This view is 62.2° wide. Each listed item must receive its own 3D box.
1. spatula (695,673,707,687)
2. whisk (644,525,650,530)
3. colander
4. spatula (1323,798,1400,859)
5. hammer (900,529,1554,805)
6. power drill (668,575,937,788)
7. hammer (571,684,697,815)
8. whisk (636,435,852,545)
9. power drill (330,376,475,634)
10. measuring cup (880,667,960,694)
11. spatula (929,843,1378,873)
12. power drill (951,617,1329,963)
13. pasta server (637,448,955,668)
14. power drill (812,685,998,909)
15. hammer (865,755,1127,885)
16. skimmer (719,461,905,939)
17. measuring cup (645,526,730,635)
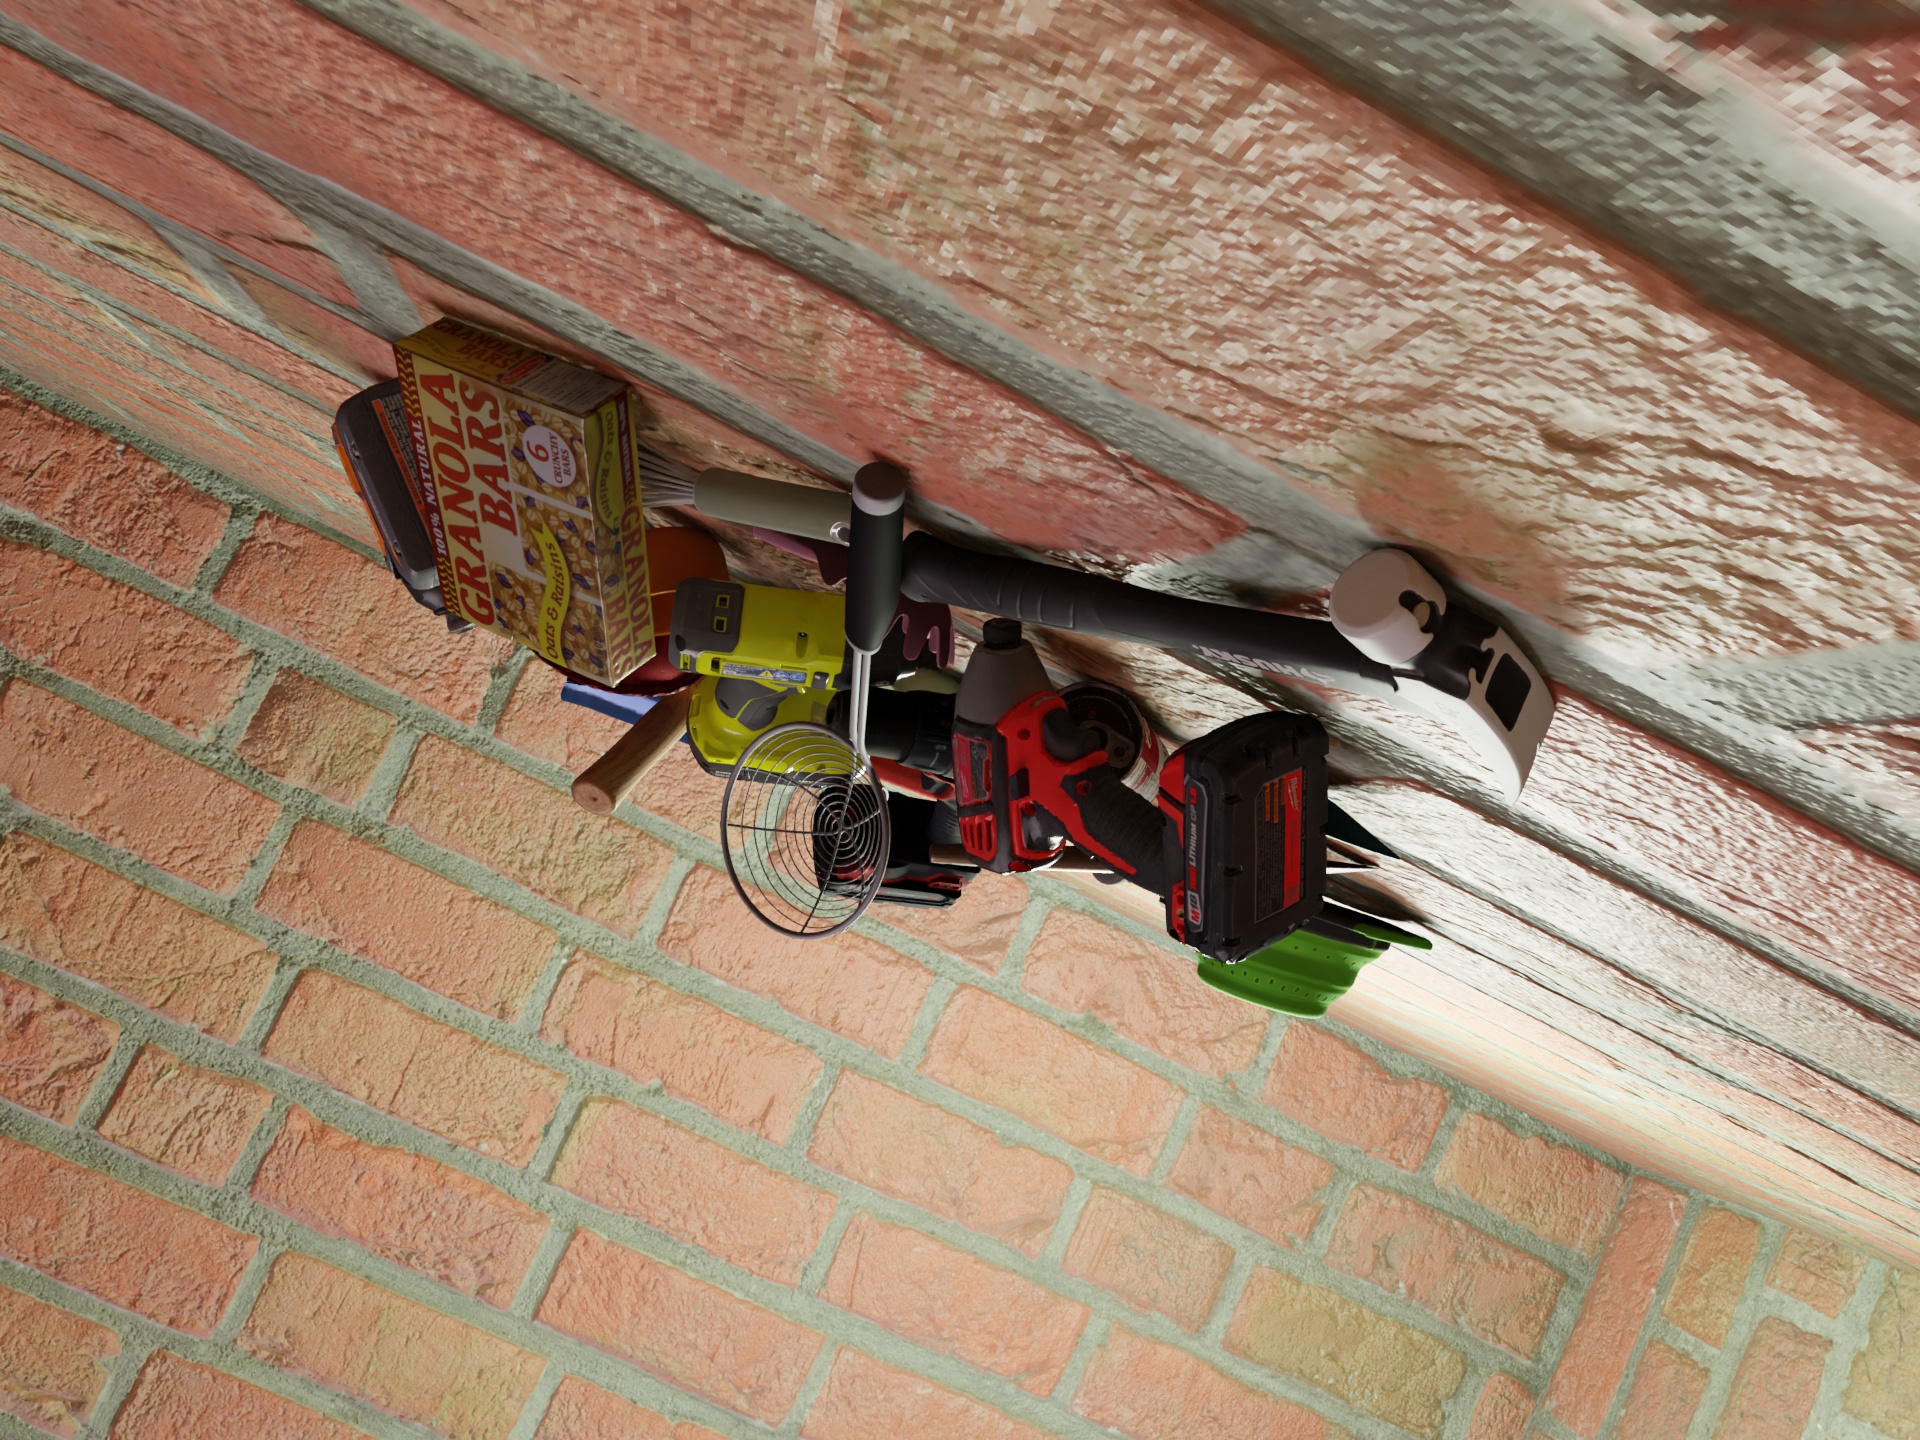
[{"bbox_3d":[-0.233,-0.062,1.267,0.323,0.041,0.081,52,-164,30],"label":"spatula"},{"bbox_3d":[-0.234,-0.136,1.070,0.051,0.047,0.245,36,180,12],"label":"whisk"},{"bbox_3d":[0.210,0.173,1.390,0.204,0.094,0.397,17,180,-42],"label":"colander"},{"bbox_3d":[0.152,0.056,1.003,0.082,0.044,0.317,19,169,-20],"label":"spatula"},{"bbox_3d":[0.083,-0.040,0.653,0.146,0.035,0.335,32,171,-39],"label":"hammer"},{"bbox_3d":[-0.110,-0.024,1.086,0.171,0.080,0.223,7,160,-8],"label":"power drill"},{"bbox_3d":[-0.218,-0.010,1.259,0.130,0.031,0.331,27,-153,1],"label":"hammer"},{"bbox_3d":[-0.133,-0.118,0.809,0.246,0.059,0.057,15,151,33],"label":"whisk"},{"bbox_3d":[-0.339,-0.133,1.016,0.226,0.084,0.164,8,120,67],"label":"power drill"},{"bbox_3d":[-0.045,-0.038,1.163,0.083,0.038,0.167,14,152,41],"label":"measuring cup"},{"bbox_3d":[0.134,0.098,1.103,0.316,0.018,0.060,3,176,-10],"label":"spatula"},{"bbox_3d":[0.079,0.030,0.827,0.078,0.143,0.220,-19,-155,-37],"label":"power drill"},{"bbox_3d":[-0.139,-0.114,0.886,0.316,0.040,0.060,26,-168,10],"label":"pasta server"},{"bbox_3d":[-0.031,0.047,1.086,0.187,0.080,0.226,10,149,-24],"label":"power drill"},{"bbox_3d":[0.007,0.059,1.298,0.359,0.036,0.149,18,-171,27],"label":"hammer"},{"bbox_3d":[-0.077,0.000,0.818,0.127,0.090,0.363,55,159,21],"label":"skimmer"},{"bbox_3d":[-0.184,-0.090,1.104,0.095,0.052,0.173,-17,168,18],"label":"measuring cup"}]
